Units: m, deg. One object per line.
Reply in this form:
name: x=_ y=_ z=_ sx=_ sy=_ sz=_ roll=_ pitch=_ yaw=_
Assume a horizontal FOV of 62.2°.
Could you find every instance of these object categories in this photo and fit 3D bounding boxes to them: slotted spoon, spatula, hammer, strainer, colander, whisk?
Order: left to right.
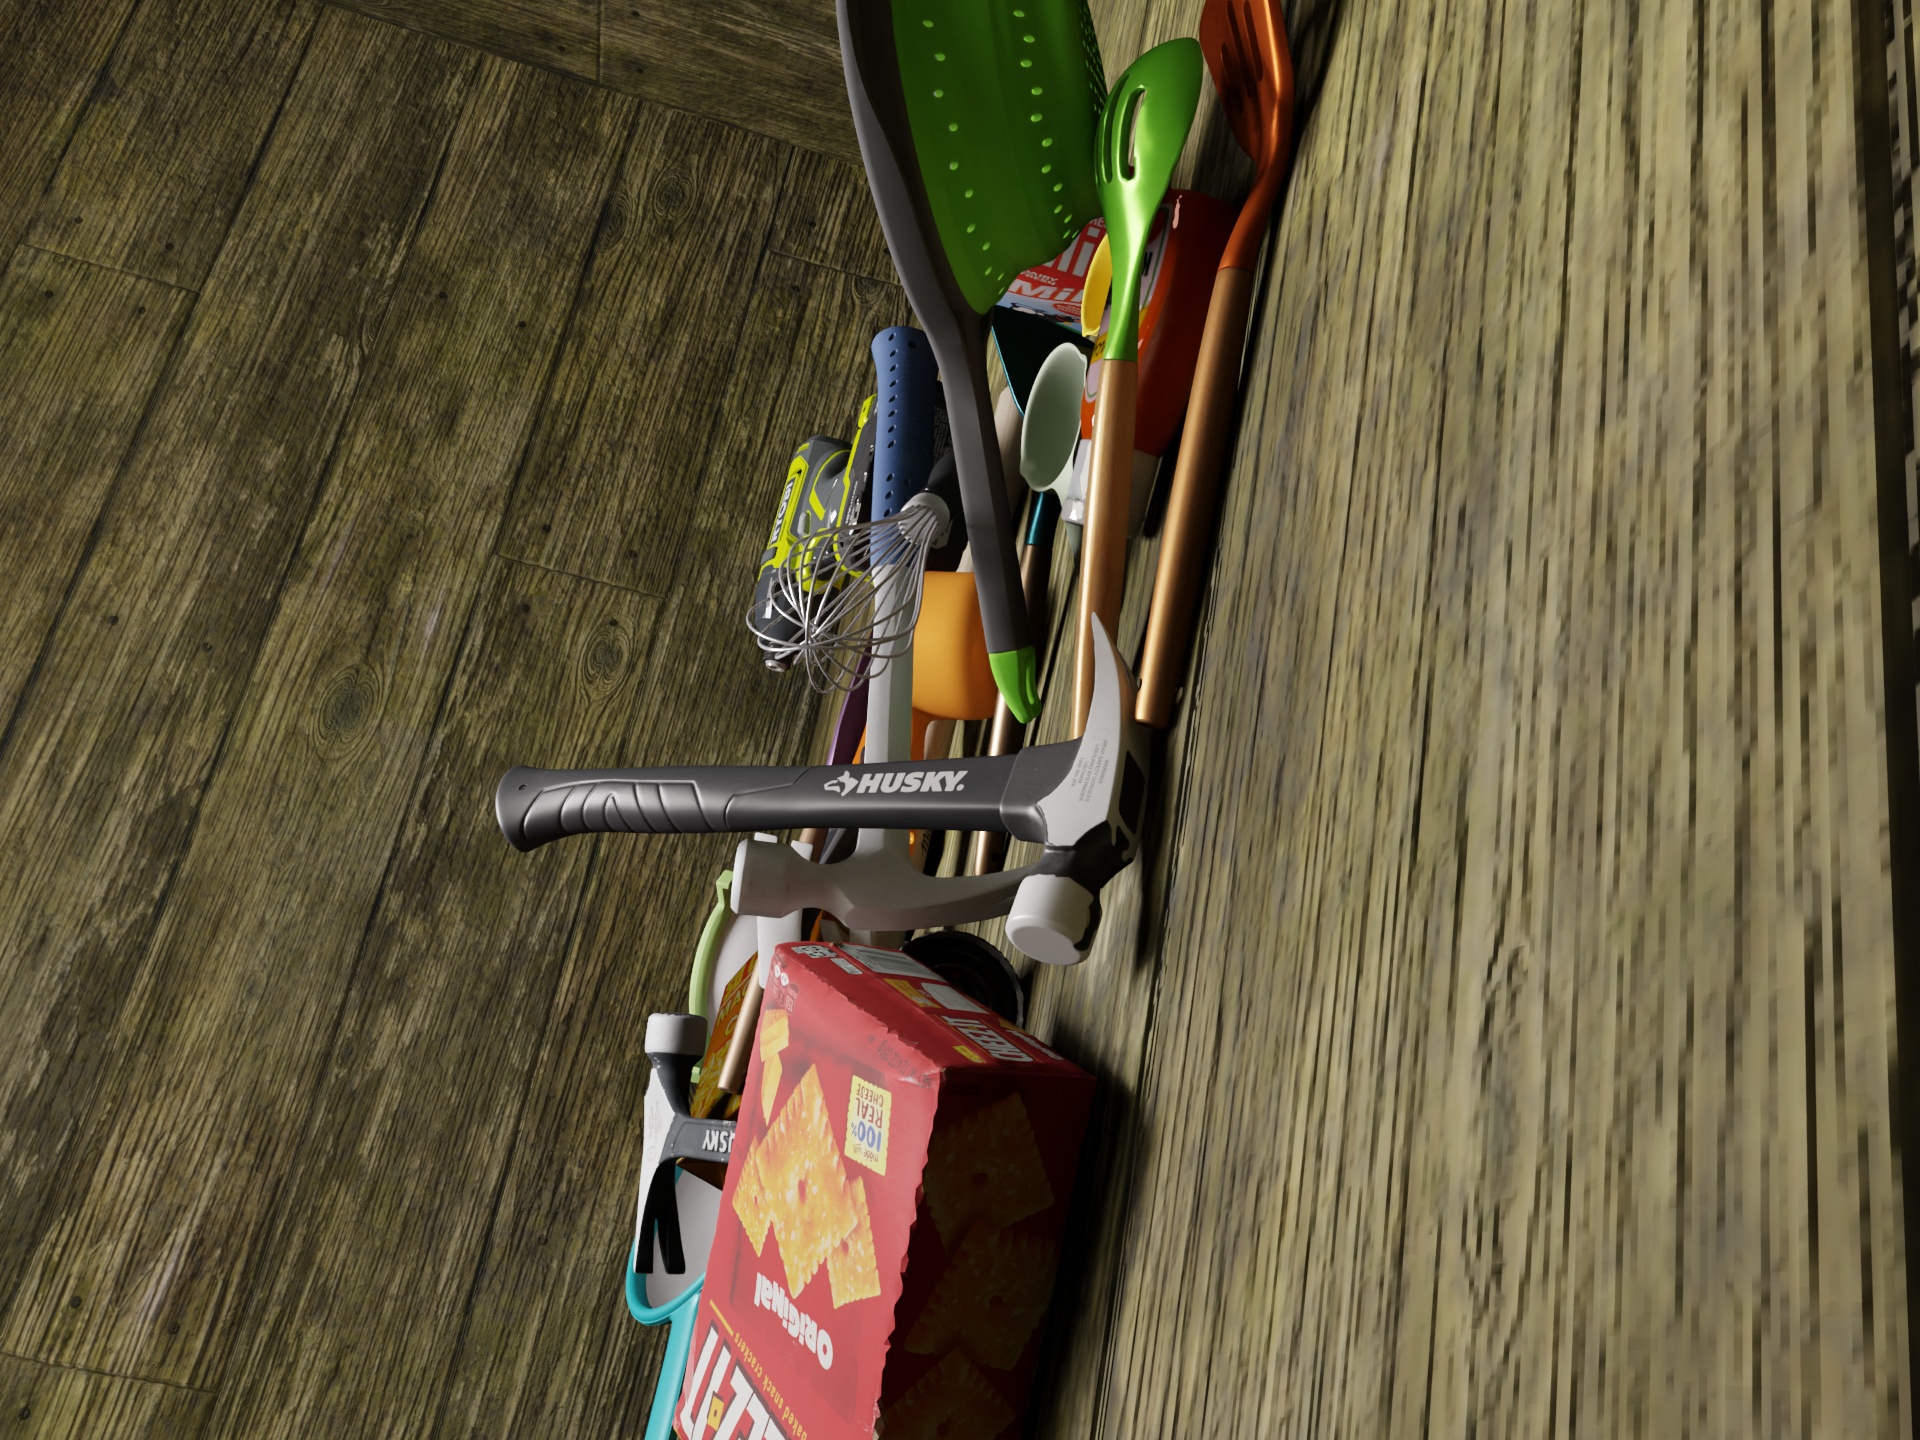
strainer: x=-0.127 y=0.347 z=0.989 sx=0.211 sy=0.095 sz=0.341 roll=-44 pitch=20 yaw=29
hammer: x=-0.074 y=0.029 z=0.683 sx=0.035 sy=0.335 sz=0.146 roll=55 pitch=-135 yaw=-40
hammer: x=-0.083 y=0.218 z=0.788 sx=0.409 sy=0.036 sz=0.149 roll=-19 pitch=64 yaw=58
spatula: x=-0.095 y=0.082 z=1.007 sx=0.059 sy=0.018 sz=0.316 roll=79 pitch=-154 yaw=-63
strainer: x=-0.114 y=0.197 z=1.221 sx=0.256 sy=0.069 sz=0.151 roll=17 pitch=-99 yaw=-67
hammer: x=-0.055 y=0.039 z=1.029 sx=0.337 sy=0.034 sz=0.127 roll=-61 pitch=-22 yaw=-54
hammer: x=-0.028 y=-0.067 z=0.835 sx=0.035 sy=0.144 sz=0.406 roll=106 pitch=168 yaw=-50
whisk: x=-0.024 y=-0.085 z=0.743 sx=0.285 sy=0.070 sz=0.070 roll=-58 pitch=-12 yaw=-62
hammer: x=-0.008 y=-0.035 z=1.014 sx=0.146 sy=0.038 sz=0.411 roll=64 pitch=-142 yaw=-68
spatula: x=0.034 y=-0.070 z=0.878 sx=0.044 sy=0.082 sz=0.317 roll=6 pitch=86 yaw=55
colander: x=0.032 y=-0.199 z=0.737 sx=0.204 sy=0.094 sz=0.397 roll=-35 pitch=-64 yaw=-75
slotted spoon: x=0.065 y=-0.125 z=0.668 sx=0.070 sy=0.031 sz=0.313 roll=-159 pitch=72 yaw=-67
spatula: x=0.096 y=-0.155 z=0.628 sx=0.081 sy=0.041 sz=0.323 roll=132 pitch=150 yaw=-78

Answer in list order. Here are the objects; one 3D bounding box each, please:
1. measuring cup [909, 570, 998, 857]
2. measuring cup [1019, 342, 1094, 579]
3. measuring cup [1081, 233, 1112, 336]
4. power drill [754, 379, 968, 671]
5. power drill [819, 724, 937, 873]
measuring cup: x=-0.001 y=-0.003 z=0.912 sx=0.095 sy=0.052 sz=0.174 roll=35 pitch=-122 yaw=-60
measuring cup: x=0.069 y=-0.115 z=0.789 sx=0.083 sy=0.038 sz=0.168 roll=123 pitch=146 yaw=-48
measuring cup: x=0.096 y=-0.201 z=0.795 sx=0.157 sy=0.029 sz=0.062 roll=-110 pitch=34 yaw=-55
power drill: x=-0.072 y=-0.128 z=1.066 sx=0.223 sy=0.080 sz=0.171 roll=-17 pitch=55 yaw=62
power drill: x=-0.063 y=0.067 z=1.201 sx=0.227 sy=0.084 sz=0.164 roll=-81 pitch=6 yaw=-55
